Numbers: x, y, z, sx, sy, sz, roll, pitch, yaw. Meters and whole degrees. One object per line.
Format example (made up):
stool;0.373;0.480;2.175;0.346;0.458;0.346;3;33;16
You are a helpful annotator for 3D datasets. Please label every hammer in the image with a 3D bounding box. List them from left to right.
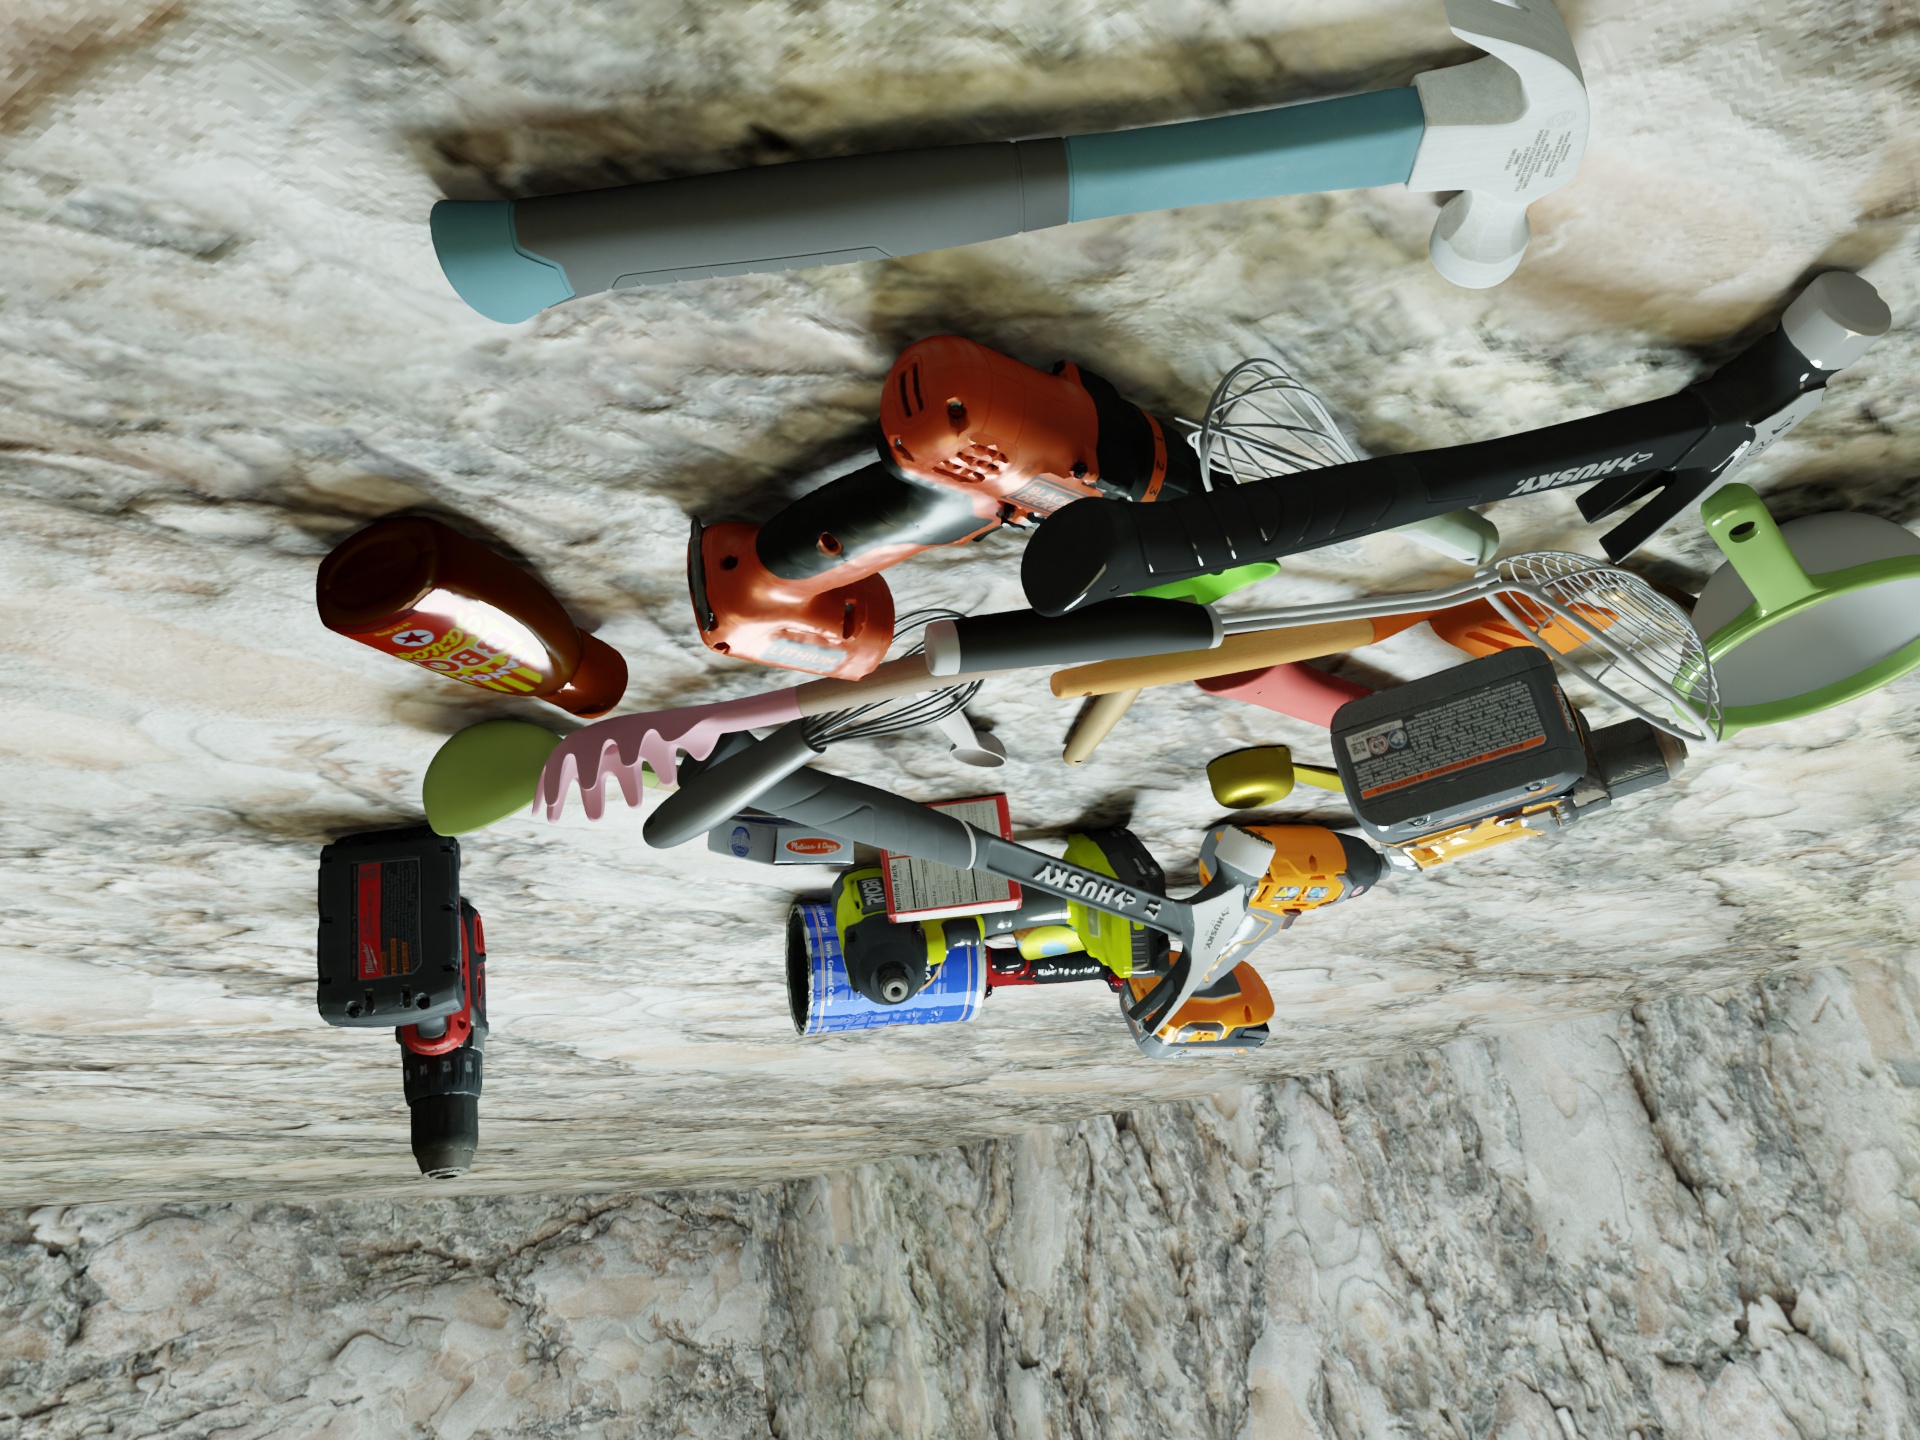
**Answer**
hammer;0.015;0.084;0.962;0.408;0.149;0.036;21;-173;-32
hammer;0.017;-0.154;0.462;0.331;0.033;0.128;-8;161;0
hammer;0.244;0.002;0.962;0.149;0.037;0.358;-24;155;37
hammer;0.175;-0.085;0.587;0.334;0.035;0.146;-14;157;-22

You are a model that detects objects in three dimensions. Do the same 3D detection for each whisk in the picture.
whisk;-0.075;0.010;0.799;0.239;0.055;0.055;-31;151;26
whisk;0.166;-0.095;0.659;0.058;0.059;0.246;17;-175;41
whisk;0.428;-0.049;0.888;0.244;0.047;0.051;14;152;-38

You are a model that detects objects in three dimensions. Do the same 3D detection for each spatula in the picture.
spatula;0.188;-0.033;0.796;0.322;0.041;0.081;-10;164;-27

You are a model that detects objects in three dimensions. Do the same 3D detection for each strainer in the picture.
strainer;0.395;-0.075;0.771;0.151;0.069;0.256;-29;146;29

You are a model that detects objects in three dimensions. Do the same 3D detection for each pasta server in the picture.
pasta server;-0.045;-0.008;0.724;0.316;0.040;0.060;-13;167;6

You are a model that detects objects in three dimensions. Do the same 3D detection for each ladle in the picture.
ladle;-0.155;0.046;0.904;0.078;0.062;0.320;-2;171;41

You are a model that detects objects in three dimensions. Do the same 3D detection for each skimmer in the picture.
skimmer;0.163;-0.019;0.691;0.363;0.090;0.127;-6;-158;-14

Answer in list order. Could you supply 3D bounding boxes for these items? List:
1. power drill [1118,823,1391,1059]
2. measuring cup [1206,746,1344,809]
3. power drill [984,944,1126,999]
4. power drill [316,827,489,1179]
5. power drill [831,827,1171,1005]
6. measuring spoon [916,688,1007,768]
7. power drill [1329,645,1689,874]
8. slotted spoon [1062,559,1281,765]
power drill;0.236;0.171;1.266;0.164;0.084;0.226;3;132;-26
measuring cup;0.231;0.048;1.085;0.156;0.029;0.062;12;152;-39
power drill;0.071;0.211;1.407;0.219;0.079;0.143;-7;159;5
power drill;-0.344;0.183;1.016;0.080;0.188;0.226;-5;155;-10
power drill;0.027;0.143;1.112;0.223;0.080;0.171;-8;-164;-7
measuring spoon;-0.001;-0.003;0.893;0.034;0.018;0.124;3;157;20
power drill;0.313;0.025;0.897;0.185;0.084;0.226;-20;160;19
slotted spoon;0.092;-0.030;0.834;0.070;0.031;0.313;-4;161;-11
